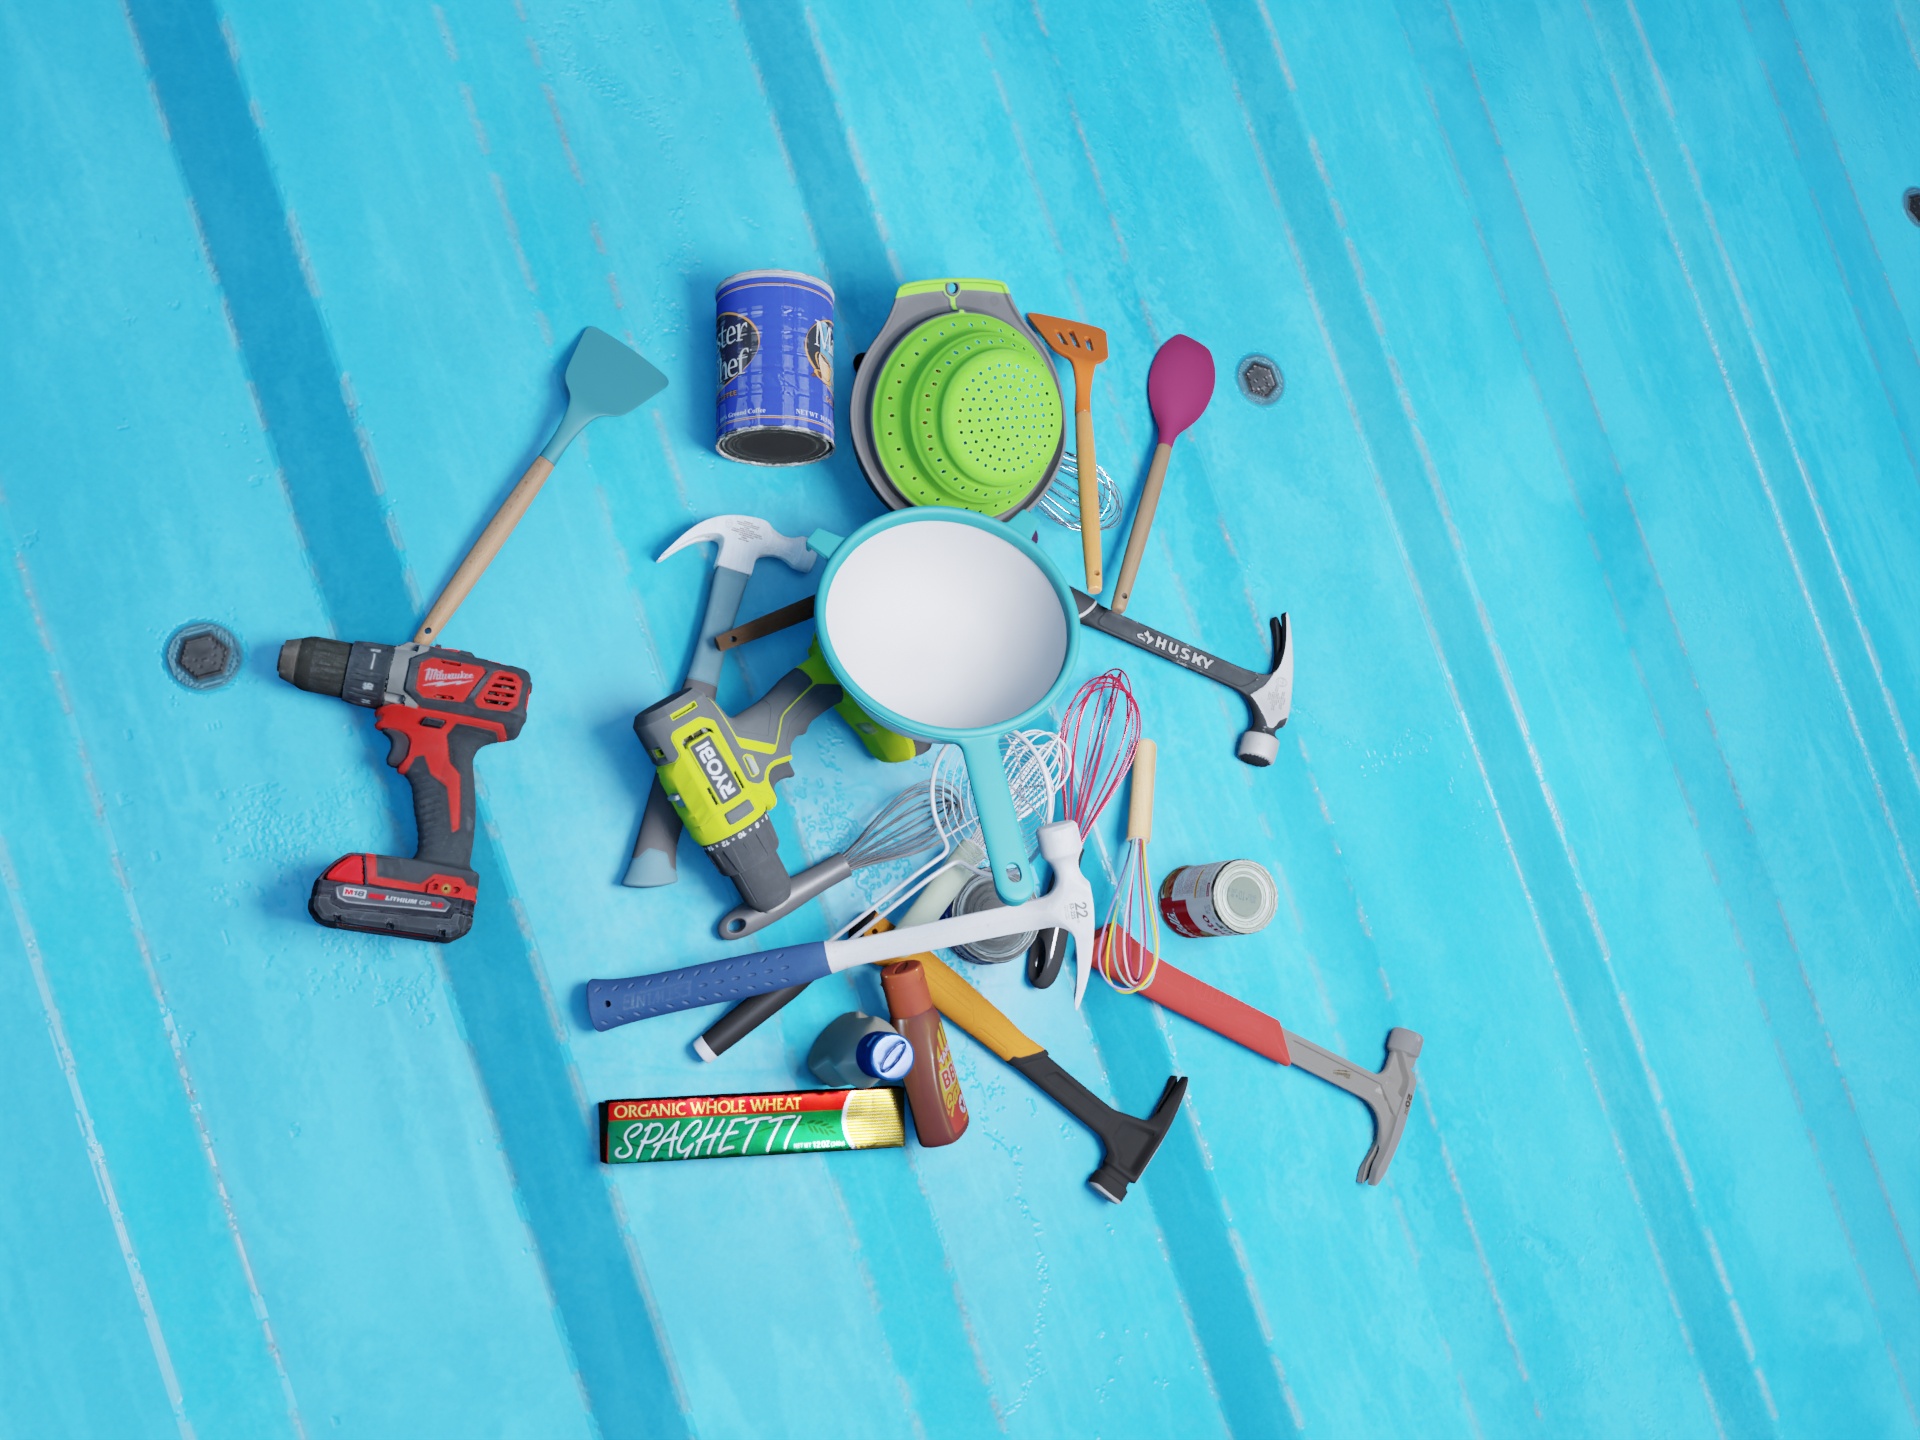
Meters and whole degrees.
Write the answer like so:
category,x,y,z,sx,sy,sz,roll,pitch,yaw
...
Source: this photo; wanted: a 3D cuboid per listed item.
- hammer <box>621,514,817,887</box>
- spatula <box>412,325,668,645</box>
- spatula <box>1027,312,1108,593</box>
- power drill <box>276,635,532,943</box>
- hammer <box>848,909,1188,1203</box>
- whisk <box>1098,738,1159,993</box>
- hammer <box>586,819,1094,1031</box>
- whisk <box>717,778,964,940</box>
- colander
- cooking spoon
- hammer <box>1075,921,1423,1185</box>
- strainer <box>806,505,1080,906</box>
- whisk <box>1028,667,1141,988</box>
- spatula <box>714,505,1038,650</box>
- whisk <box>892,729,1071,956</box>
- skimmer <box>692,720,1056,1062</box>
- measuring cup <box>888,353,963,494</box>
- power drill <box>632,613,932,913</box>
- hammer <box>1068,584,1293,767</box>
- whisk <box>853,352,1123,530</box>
category,x,y,z,sx,sy,sz,roll,pitch,yaw
hammer,-0.219,-0.018,1.331,0.128,0.033,0.331,17,75,-17
spatula,-0.356,-0.190,1.317,0.082,0.044,0.317,34,76,-12
spatula,0.109,-0.250,1.435,0.081,0.041,0.323,8,62,-17
power drill,-0.440,0.047,1.218,0.187,0.080,0.227,12,74,-18
hammer,0.044,0.270,1.377,0.336,0.034,0.127,40,71,-10
whisk,0.161,0.127,1.415,0.051,0.047,0.245,17,61,-17
hammer,-0.092,0.190,1.251,0.405,0.035,0.144,-12,92,4
whisk,-0.100,0.119,1.345,0.239,0.055,0.055,-29,92,-17
colander,0.022,-0.174,1.349,0.204,0.094,0.397,-9,103,-24
cooking spoon,0.188,-0.238,1.506,0.068,0.017,0.319,25,66,-15
hammer,0.260,0.288,1.451,0.359,0.037,0.149,28,73,-14
strainer,-0.002,-0.004,1.249,0.211,0.095,0.341,-7,66,-15
whisk,0.104,0.094,1.417,0.073,0.073,0.296,17,81,-17
spatula,-0.069,-0.125,1.377,0.316,0.018,0.059,-25,101,-22
whisk,0.016,0.103,1.363,0.058,0.059,0.246,38,71,-1
skimmer,-0.076,0.146,1.286,0.363,0.090,0.127,-38,64,-7
measuring cup,-0.041,-0.235,1.389,0.095,0.052,0.174,2,83,-6
power drill,-0.133,0.029,1.311,0.228,0.080,0.190,-34,103,-29
hammer,0.134,-0.099,1.472,0.408,0.036,0.149,23,73,-15
whisk,0.026,-0.255,1.450,0.284,0.070,0.070,30,72,-8
